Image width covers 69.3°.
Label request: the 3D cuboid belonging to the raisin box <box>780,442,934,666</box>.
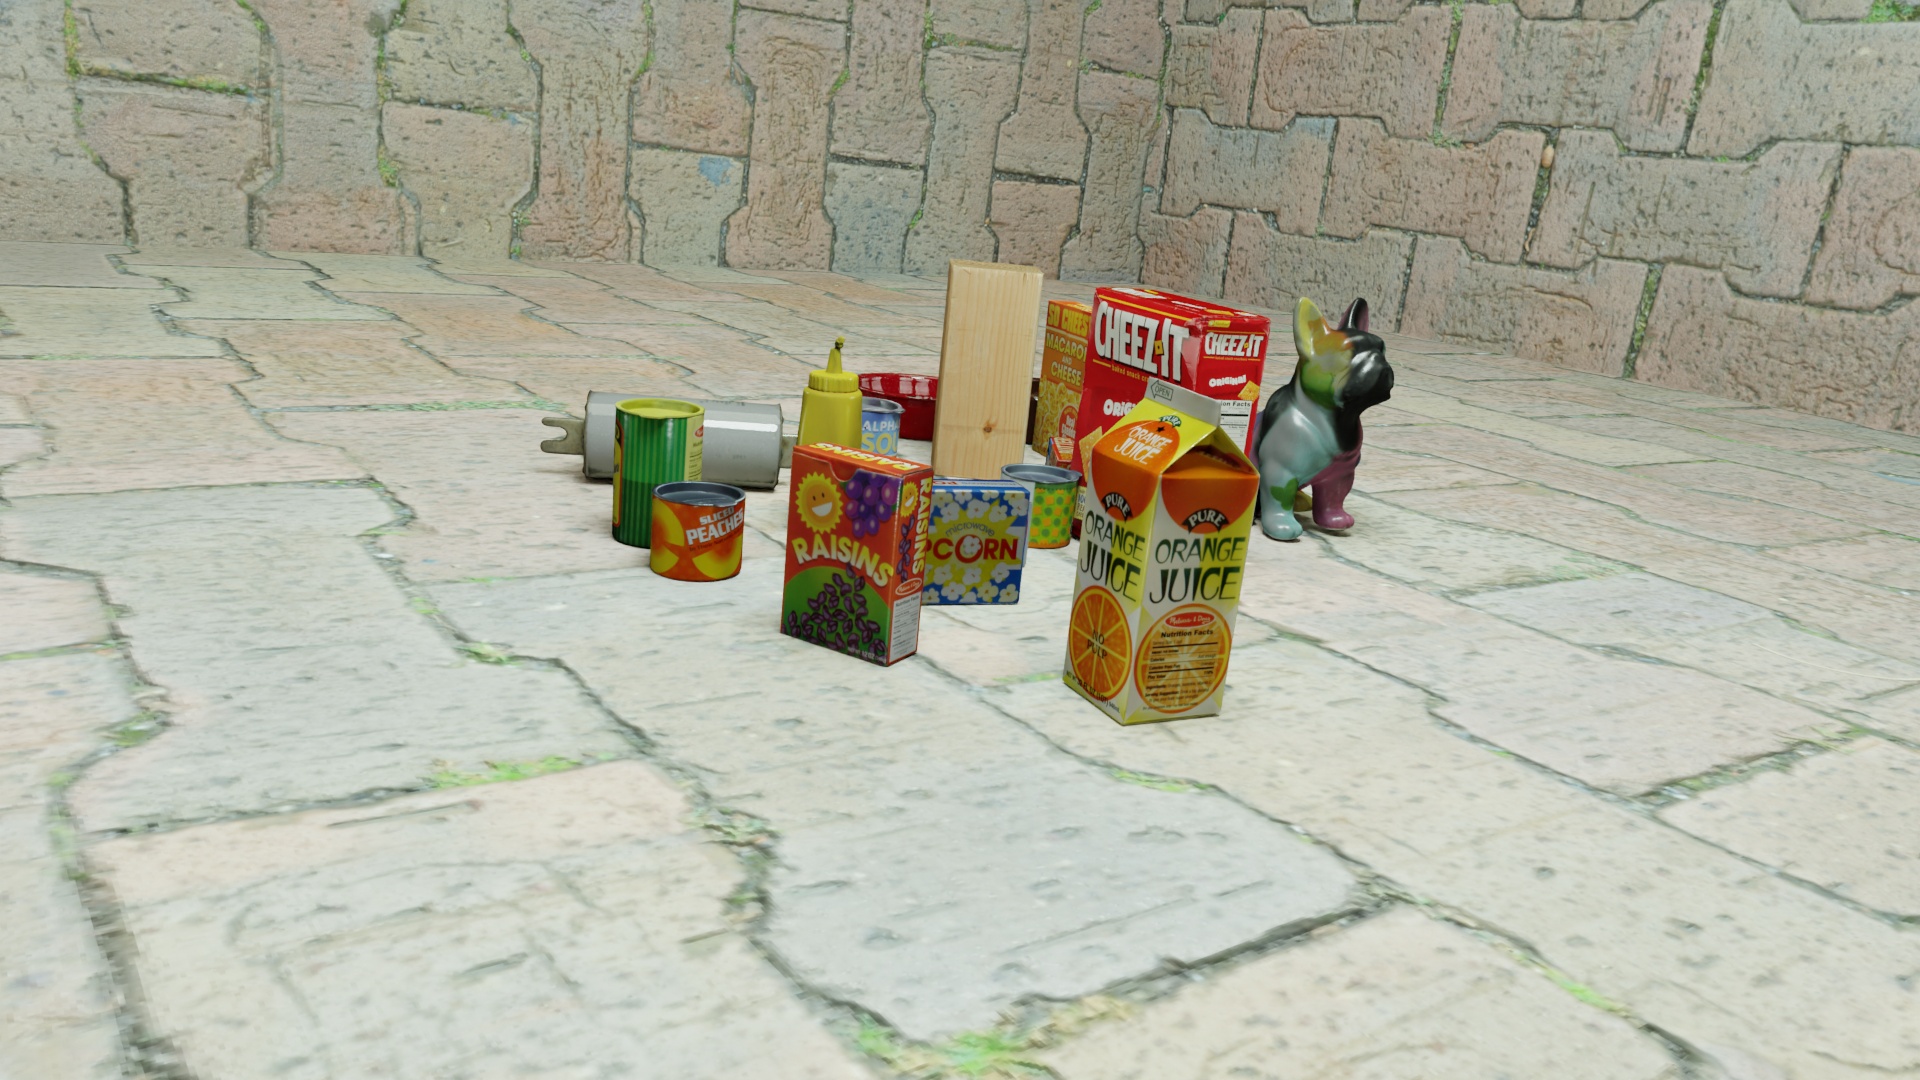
[{"bbox_3d":[-0.066,0.007,0.870,0.086,0.123,0.040,15,17,30],"label":"raisin box"}]

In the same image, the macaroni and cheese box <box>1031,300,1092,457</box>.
[{"bbox_3d":[0.127,-0.163,1.468,0.040,0.166,0.124,-1,17,-23],"label":"macaroni and cheese box"}]

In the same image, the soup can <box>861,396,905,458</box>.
[{"bbox_3d":[-0.087,-0.083,1.257,0.071,0.083,0.071,6,15,-1],"label":"soup can"}]

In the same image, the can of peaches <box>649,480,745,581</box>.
[{"bbox_3d":[-0.187,-0.007,0.993,0.071,0.058,0.071,6,15,-1],"label":"can of peaches"}]

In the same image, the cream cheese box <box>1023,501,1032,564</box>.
[{"bbox_3d":[0.004,-0.014,1.100,0.104,0.053,0.024,14,17,25],"label":"cream cheese box"}]

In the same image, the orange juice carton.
[{"bbox_3d":[0.119,0.004,0.820,0.073,0.192,0.072,-2,17,-27],"label":"orange juice carton"}]

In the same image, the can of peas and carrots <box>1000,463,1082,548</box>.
[{"bbox_3d":[0.066,-0.030,1.170,0.071,0.058,0.071,6,15,-1],"label":"can of peas and carrots"}]

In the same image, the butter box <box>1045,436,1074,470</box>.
[{"bbox_3d":[0.095,-0.062,1.306,0.024,0.053,0.104,5,15,-3],"label":"butter box"}]

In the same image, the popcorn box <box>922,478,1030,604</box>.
[{"bbox_3d":[-0.017,0.000,0.983,0.127,0.085,0.038,0,16,-20],"label":"popcorn box"}]

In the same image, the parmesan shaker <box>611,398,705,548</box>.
[{"bbox_3d":[-0.230,-0.051,1.050,0.071,0.102,0.071,6,15,-1],"label":"parmesan shaker"}]

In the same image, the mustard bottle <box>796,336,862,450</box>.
[{"bbox_3d":[-0.105,-0.086,1.117,0.049,0.159,0.065,8,15,8],"label":"mustard bottle"}]
